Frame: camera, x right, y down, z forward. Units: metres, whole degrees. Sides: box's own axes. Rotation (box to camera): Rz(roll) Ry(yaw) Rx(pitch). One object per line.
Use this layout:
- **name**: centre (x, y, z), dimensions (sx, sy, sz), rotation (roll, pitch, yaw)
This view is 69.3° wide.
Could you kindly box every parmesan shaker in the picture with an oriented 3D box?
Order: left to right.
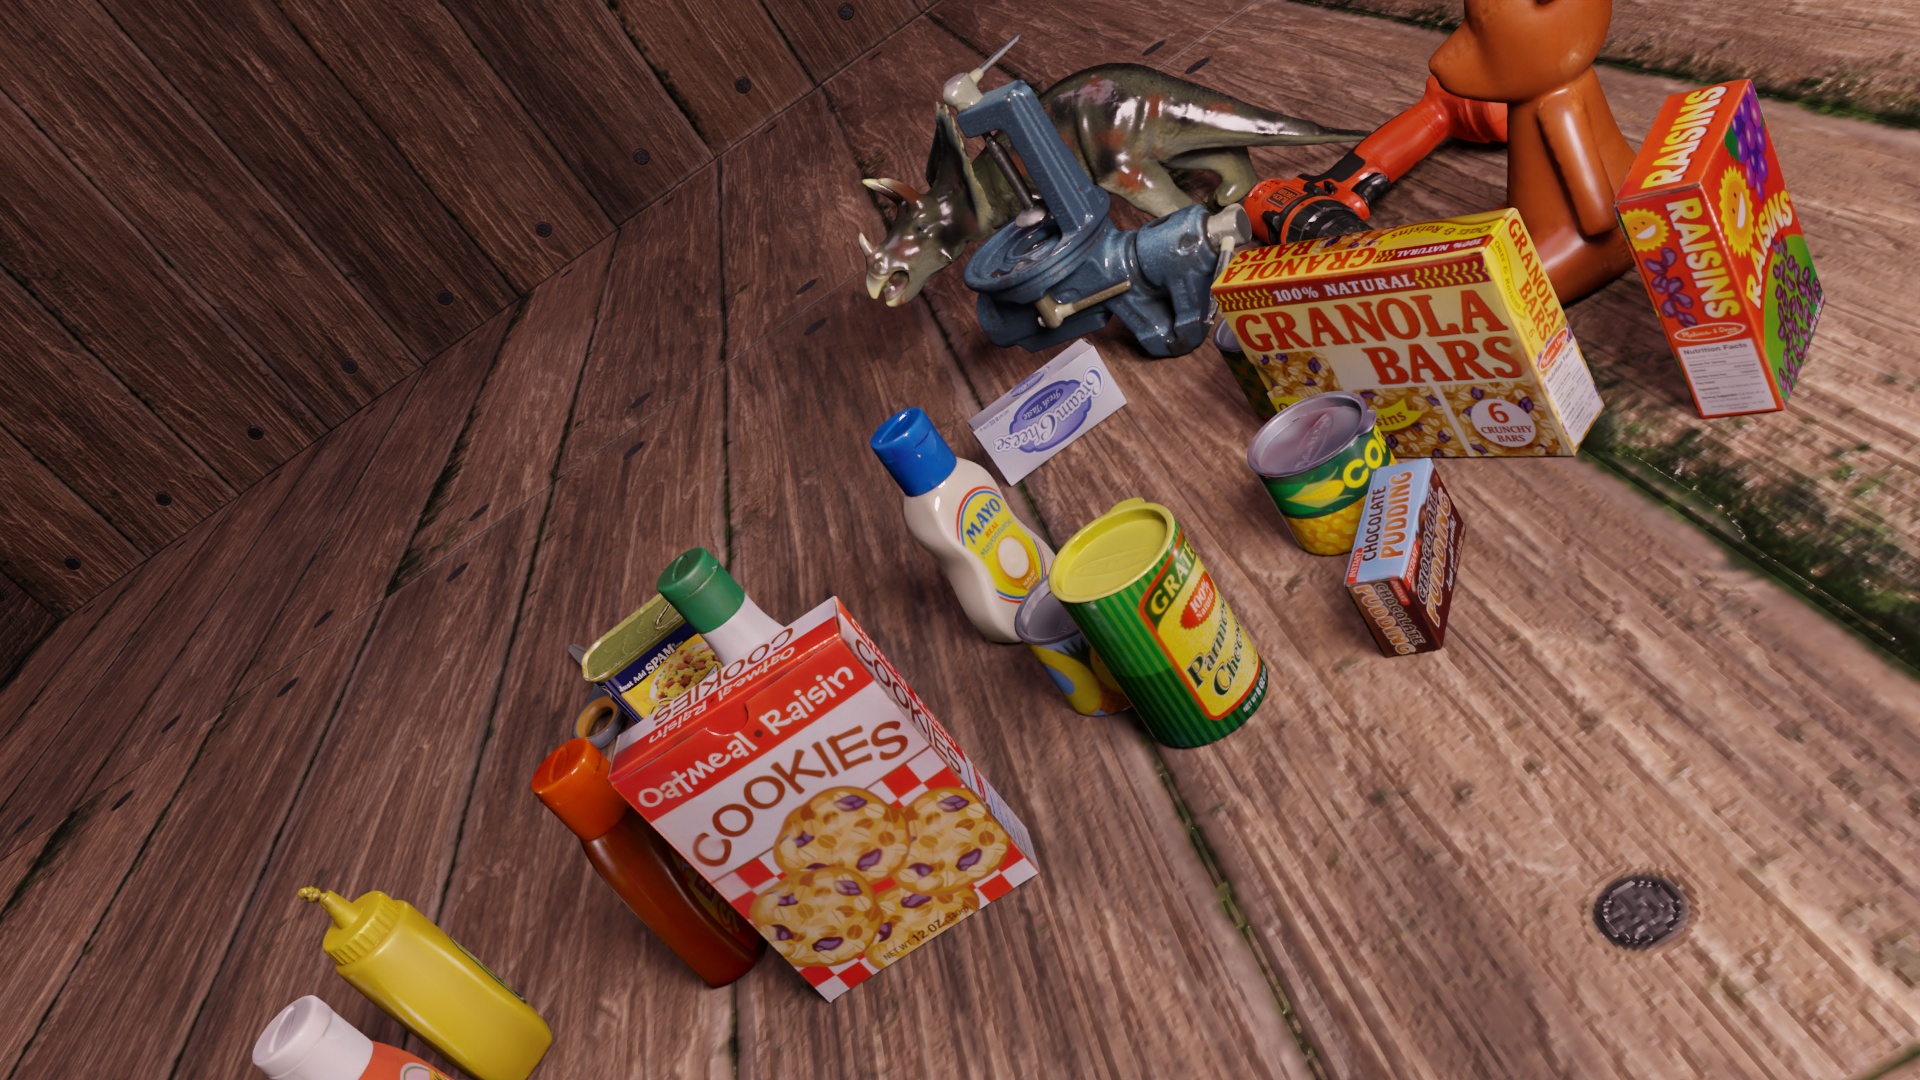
- **parmesan shaker**: centre (0.097, 0.040, 0.664), dimensions (0.071, 0.103, 0.071), rotation (-28, 27, 16)

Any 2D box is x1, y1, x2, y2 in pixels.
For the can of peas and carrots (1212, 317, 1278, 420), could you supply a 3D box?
- **can of peas and carrots**: centre (0.197, -0.116, 0.850), dimensions (0.071, 0.058, 0.071), rotation (-28, 27, 16)

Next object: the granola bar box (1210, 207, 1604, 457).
- **granola bar box**: centre (0.225, -0.099, 0.715), dimensions (0.165, 0.124, 0.039), rotation (4, 47, 53)

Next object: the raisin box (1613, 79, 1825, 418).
- **raisin box**: centre (0.343, -0.130, 0.624), dimensions (0.040, 0.123, 0.086), rotation (-2, 42, 49)

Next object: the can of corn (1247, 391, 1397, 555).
- **can of corn**: centre (0.194, -0.035, 0.721), dimensions (0.071, 0.058, 0.071), rotation (-28, 27, 16)

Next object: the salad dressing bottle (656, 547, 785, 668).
- **salad dressing bottle**: centre (-0.121, 0.068, 0.829), dimensions (0.044, 0.147, 0.064), rotation (-30, 27, 13)

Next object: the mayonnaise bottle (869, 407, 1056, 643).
- **mayonnaise bottle**: centre (0.003, -0.010, 0.808), dimensions (0.041, 0.147, 0.065), rotation (0, 43, 50)

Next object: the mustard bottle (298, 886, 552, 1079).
- **mustard bottle**: centre (-0.291, 0.233, 0.746), dimensions (0.065, 0.160, 0.049), rotation (-3, 42, 49)

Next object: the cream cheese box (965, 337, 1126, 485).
- **cream cheese box**: centre (0.061, -0.090, 0.976), dimensions (0.104, 0.053, 0.024), rotation (-36, 26, 0)

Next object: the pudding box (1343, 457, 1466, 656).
- **pudding box**: centre (0.207, 0.007, 0.646), dimensions (0.030, 0.049, 0.084), rotation (-14, 34, 39)

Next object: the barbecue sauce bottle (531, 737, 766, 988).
- **barbecue sauce bottle**: centre (-0.159, 0.164, 0.716), dimensions (0.043, 0.148, 0.065), rotation (-32, 26, 9)

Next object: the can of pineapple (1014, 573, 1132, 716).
- **can of pineapple**: centre (0.072, 0.050, 0.729), dimensions (0.071, 0.057, 0.071), rotation (-28, 27, 16)

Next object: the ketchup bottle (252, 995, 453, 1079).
- **ketchup bottle**: centre (-0.270, 0.276, 0.664), dimensions (0.043, 0.148, 0.065), rotation (-34, 26, 5)

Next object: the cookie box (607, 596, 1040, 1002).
- **cookie box**: centre (-0.060, 0.123, 0.642), dimensions (0.123, 0.167, 0.040), rotation (-33, 26, 7)
